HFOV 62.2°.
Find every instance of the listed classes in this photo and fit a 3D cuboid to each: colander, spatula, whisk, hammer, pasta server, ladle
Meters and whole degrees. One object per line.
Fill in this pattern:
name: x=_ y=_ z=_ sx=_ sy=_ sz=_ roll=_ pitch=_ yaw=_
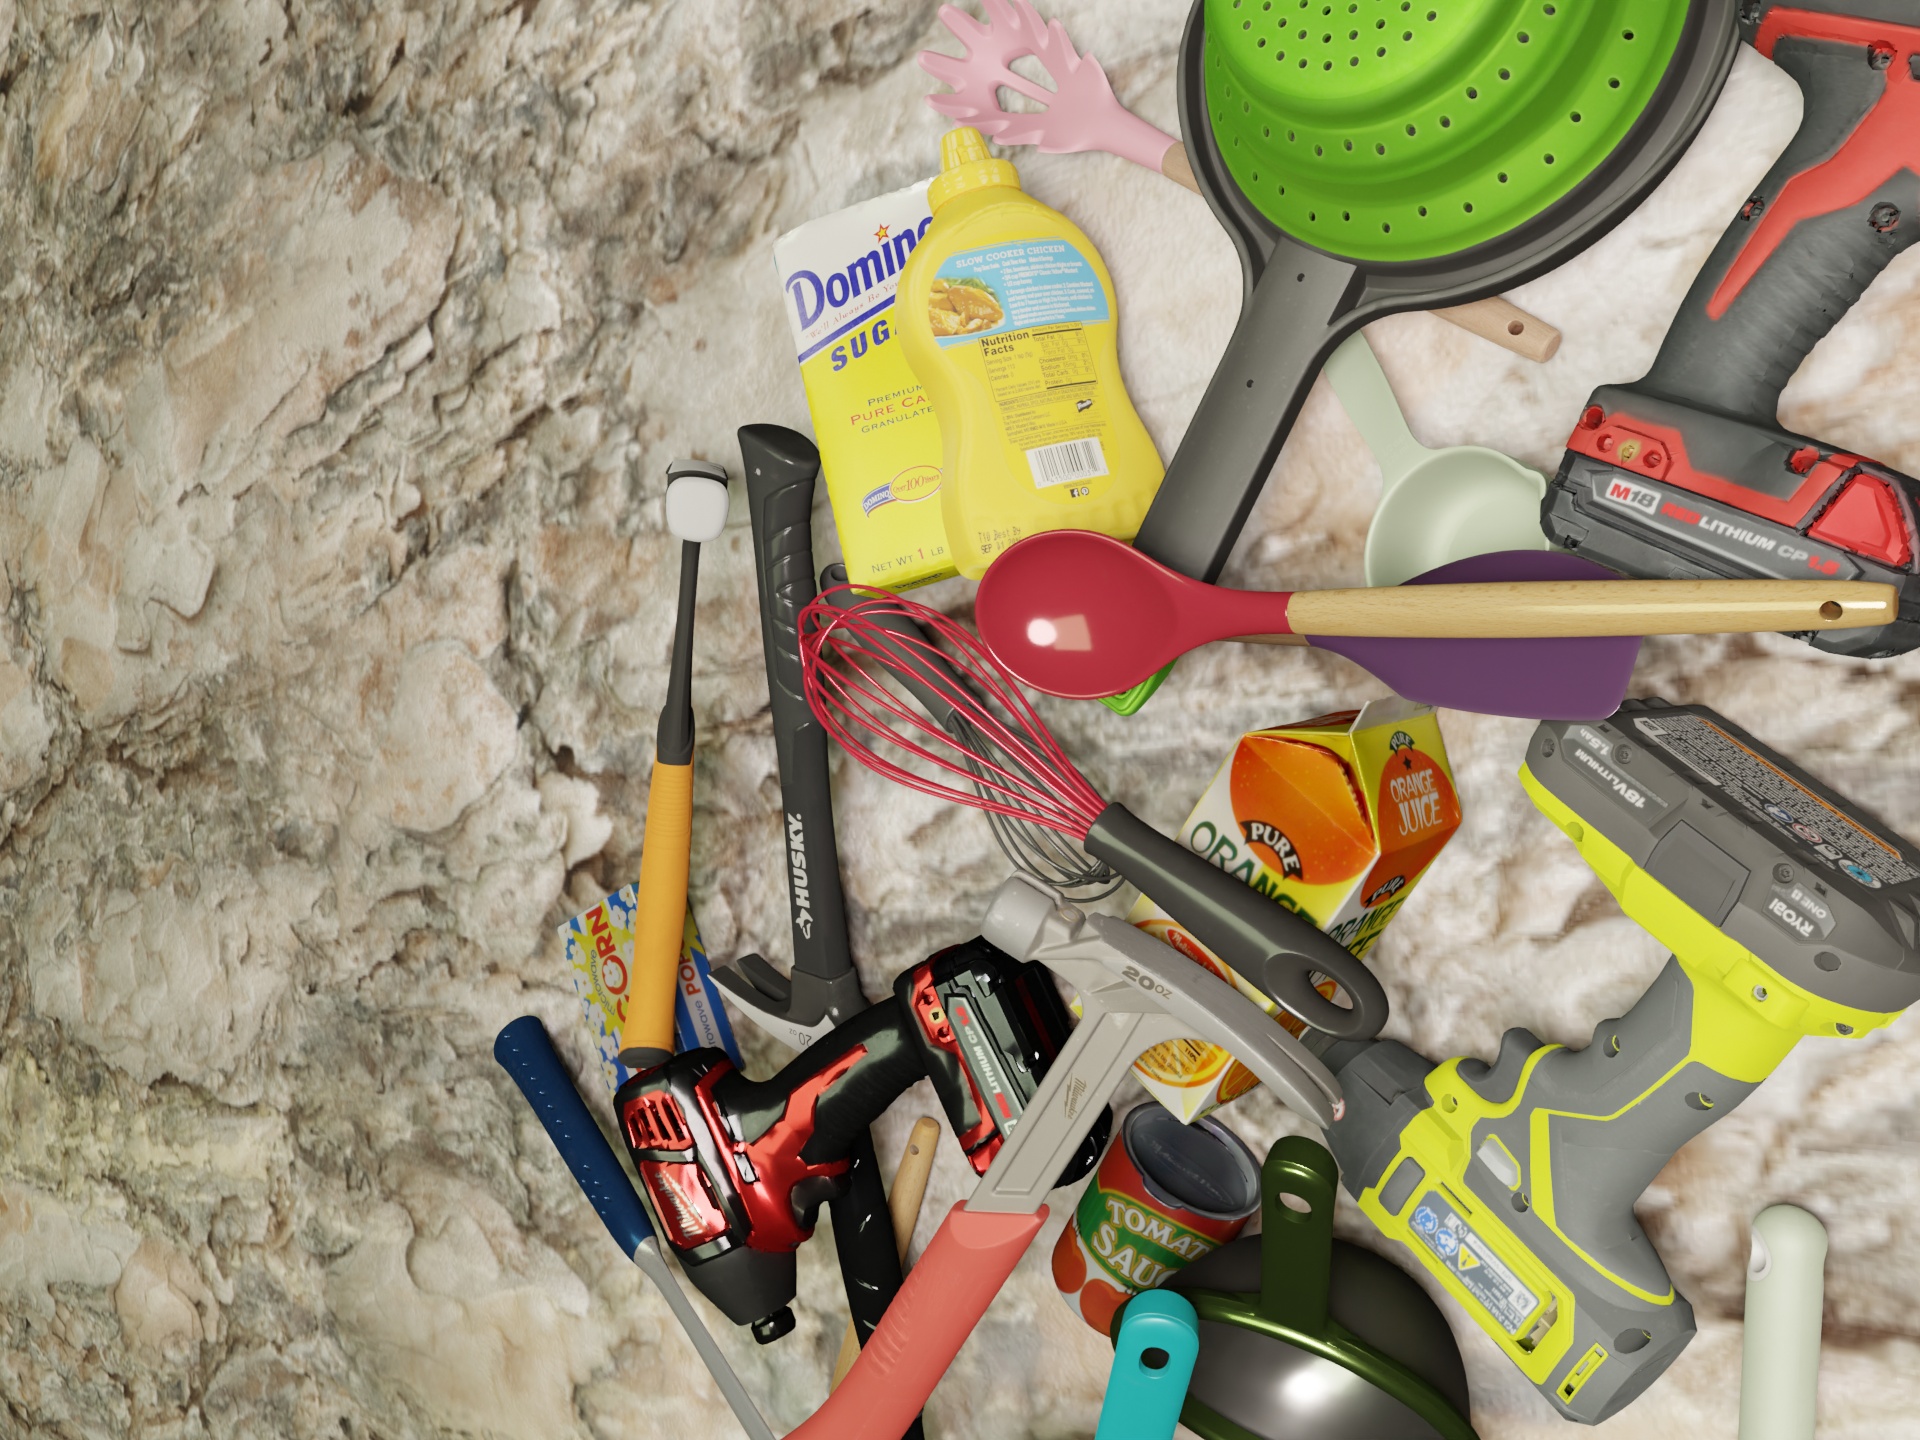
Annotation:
colander: x=0.118 y=-0.180 z=0.564 sx=0.205 sy=0.094 sz=0.397 roll=35 pitch=109 yaw=30
spatula: x=0.121 y=-0.040 z=0.624 sx=0.316 sy=0.018 sz=0.060 roll=9 pitch=78 yaw=53
whisk: x=-0.002 y=-0.001 z=0.762 sx=0.239 sy=0.055 sz=0.055 roll=48 pitch=124 yaw=32
hammer: x=-0.025 y=0.367 z=0.813 sx=0.149 sy=0.036 sz=0.409 roll=-10 pitch=93 yaw=38
hammer: x=-0.175 y=0.311 z=0.922 sx=0.406 sy=0.035 sz=0.144 roll=42 pitch=130 yaw=39
hammer: x=0.009 y=0.237 z=0.673 sx=0.149 sy=0.037 sz=0.359 roll=33 pitch=116 yaw=12
pasta server: x=0.103 y=-0.221 z=0.647 sx=0.316 sy=0.040 sz=0.060 roll=39 pitch=110 yaw=30
hammer: x=-0.157 y=0.028 z=0.861 sx=0.127 sy=0.034 sz=0.336 roll=-122 pitch=38 yaw=-73
whisk: x=0.283 y=0.289 z=0.552 sx=0.059 sy=0.058 sz=0.246 roll=1 pitch=94 yaw=7
whisk: x=0.041 y=0.032 z=0.627 sx=0.296 sy=0.073 sz=0.073 roll=35 pitch=117 yaw=26
hammer: x=-0.085 y=0.017 z=0.816 sx=0.146 sy=0.035 sz=0.334 roll=9 pitch=110 yaw=41
ladle: x=0.137 y=-0.038 z=0.539 sx=0.315 sy=0.031 sz=0.069 roll=2 pitch=114 yaw=40

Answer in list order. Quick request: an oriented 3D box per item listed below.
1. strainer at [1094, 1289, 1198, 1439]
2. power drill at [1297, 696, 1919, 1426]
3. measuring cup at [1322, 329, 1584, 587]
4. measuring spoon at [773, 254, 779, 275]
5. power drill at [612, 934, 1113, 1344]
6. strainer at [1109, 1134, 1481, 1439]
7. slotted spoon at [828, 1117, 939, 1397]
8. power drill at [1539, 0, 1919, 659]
strainer: x=0.059 y=0.340 z=0.679 sx=0.211 sy=0.095 sz=0.340 roll=11 pitch=119 yaw=6
power drill: x=0.216 y=0.109 z=0.561 sx=0.171 sy=0.080 sz=0.223 roll=47 pitch=127 yaw=38
measuring cup: x=0.177 y=-0.097 z=0.604 sx=0.083 sy=0.038 sz=0.168 roll=-44 pitch=52 yaw=38
measuring spoon: x=-0.063 y=-0.203 z=0.814 sx=0.042 sy=0.021 sz=0.129 roll=-43 pitch=58 yaw=23
power drill: x=-0.048 y=0.198 z=0.749 sx=0.219 sy=0.078 sz=0.143 roll=-26 pitch=83 yaw=16
strainer: x=0.133 y=0.210 z=0.598 sx=0.151 sy=0.069 sz=0.256 roll=14 pitch=139 yaw=23
slotted spoon: x=-0.056 y=0.352 z=0.867 sx=0.070 sy=0.031 sz=0.313 roll=25 pitch=110 yaw=27
power drill: x=0.294 y=-0.132 z=0.467 sx=0.188 sy=0.080 sz=0.226 roll=31 pitch=112 yaw=34
